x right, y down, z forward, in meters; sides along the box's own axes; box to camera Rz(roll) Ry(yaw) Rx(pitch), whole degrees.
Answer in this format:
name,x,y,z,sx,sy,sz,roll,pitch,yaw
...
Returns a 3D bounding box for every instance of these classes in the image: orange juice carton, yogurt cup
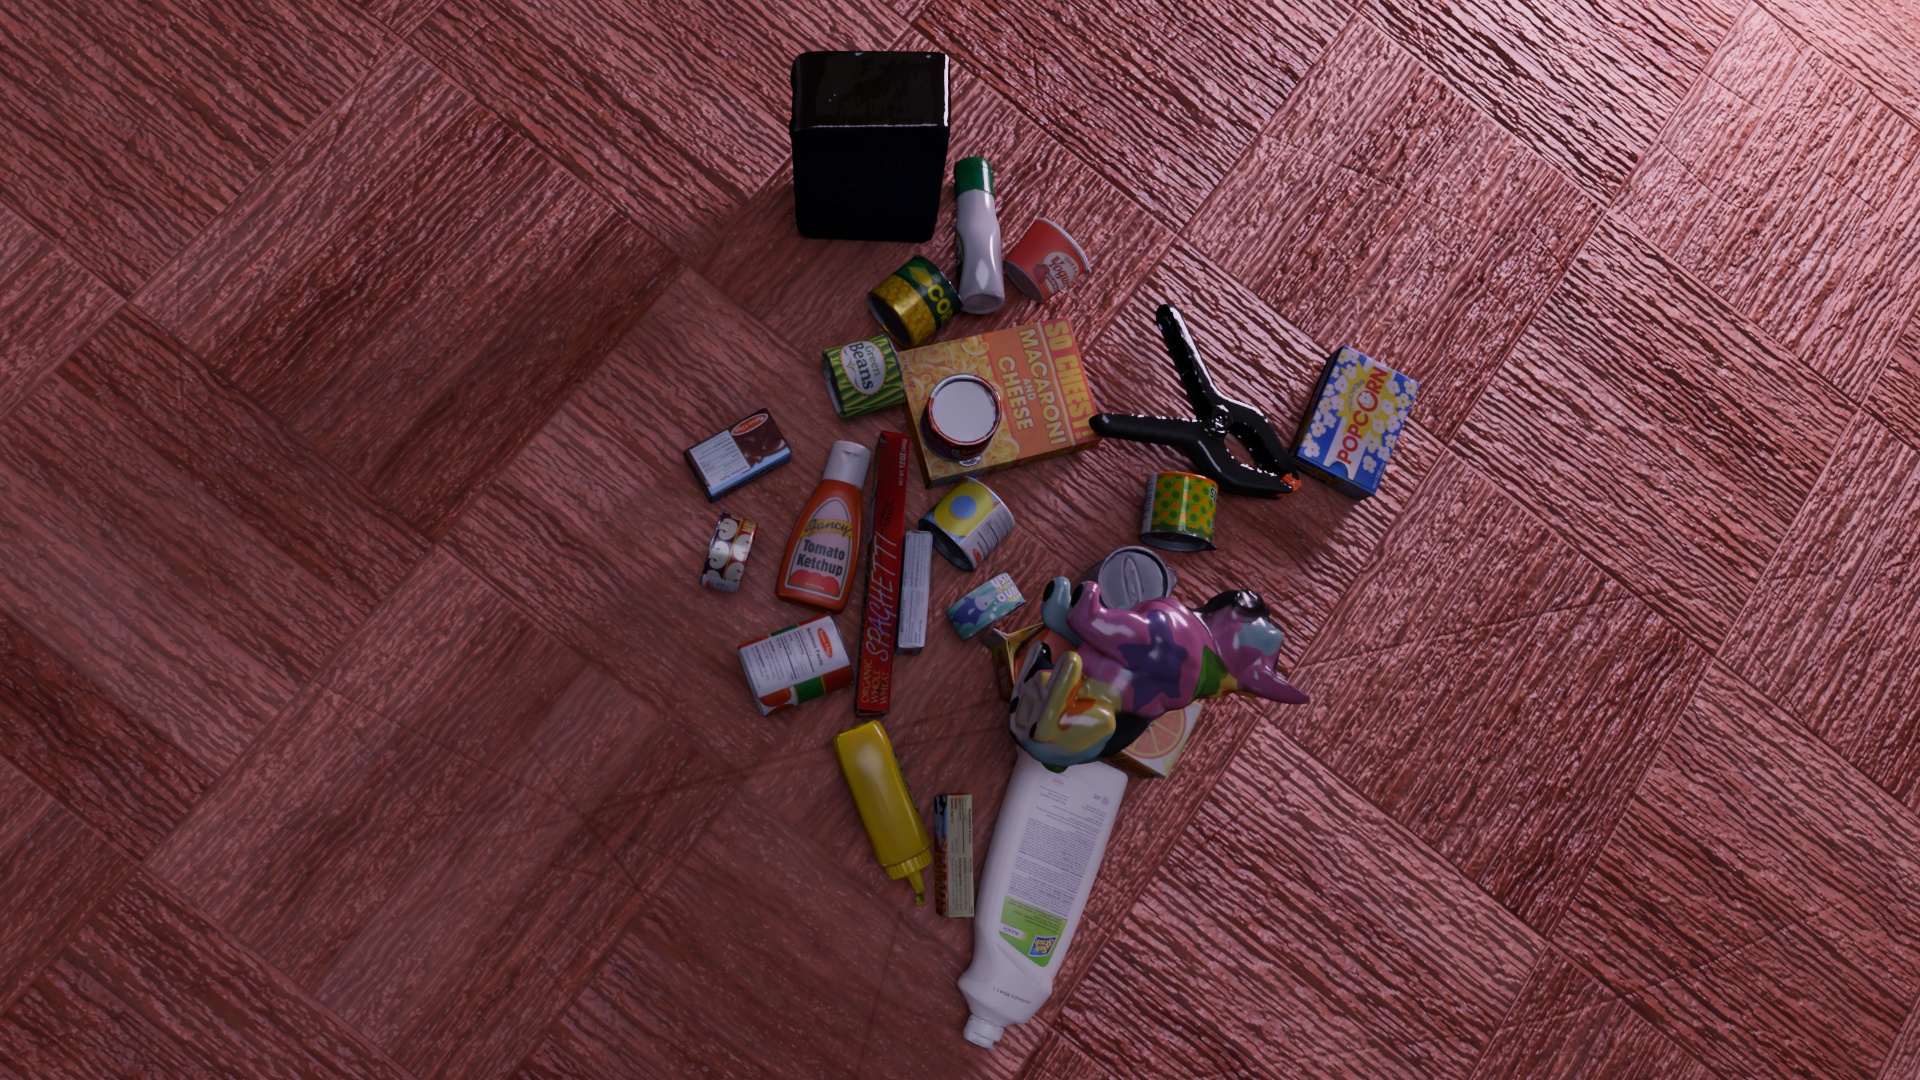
name,x,y,z,sx,sy,sz,roll,pitch,yaw
orange juice carton,0.104,0.130,1.212,0.193,0.071,0.073,30,75,-3
yogurt cup,0.077,-0.259,1.296,0.072,0.072,0.054,44,83,1

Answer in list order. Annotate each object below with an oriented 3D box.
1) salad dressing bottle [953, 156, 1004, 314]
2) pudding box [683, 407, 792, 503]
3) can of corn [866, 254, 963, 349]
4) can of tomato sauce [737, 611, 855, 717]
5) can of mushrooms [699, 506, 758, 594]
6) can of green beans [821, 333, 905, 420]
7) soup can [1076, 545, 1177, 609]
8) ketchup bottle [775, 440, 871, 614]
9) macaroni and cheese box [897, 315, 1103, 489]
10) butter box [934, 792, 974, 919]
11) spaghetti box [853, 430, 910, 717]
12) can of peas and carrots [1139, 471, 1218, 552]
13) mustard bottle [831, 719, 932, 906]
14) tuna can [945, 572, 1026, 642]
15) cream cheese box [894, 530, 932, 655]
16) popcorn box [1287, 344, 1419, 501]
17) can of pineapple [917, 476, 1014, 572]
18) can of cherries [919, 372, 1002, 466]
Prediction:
name,x,y,z,sx,sy,sz,roll,pitch,yaw
salad dressing bottle,0.015,-0.285,1.294,0.044,0.064,0.148,-3,70,1
pudding box,-0.196,-0.075,1.227,0.084,0.030,0.049,-31,84,-14
can of corn,-0.041,-0.215,1.263,0.058,0.071,0.071,-41,87,-14
can of tomato sauce,-0.140,0.106,1.181,0.083,0.071,0.071,-20,82,-13
can of mushrooms,-0.198,0.009,1.190,0.033,0.071,0.071,17,76,-6
can of green beans,-0.087,-0.146,1.242,0.058,0.071,0.071,-17,82,-12
soup can,0.146,0.044,1.231,0.071,0.083,0.071,2,79,-9
ketchup bottle,-0.114,-0.013,1.221,0.065,0.043,0.149,16,75,-6
macaroni and cheese box,0.033,-0.127,1.272,0.167,0.040,0.124,-14,82,-12
butter box,-0.006,0.266,1.174,0.024,0.053,0.103,1,79,-12
spaghetti box,-0.069,0.030,1.216,0.029,0.050,0.250,5,78,-7
can of peas and carrots,0.201,-0.025,1.264,0.071,0.070,0.059,10,76,-7
mustard bottle,-0.060,0.231,1.170,0.049,0.065,0.160,-22,88,-8
tuna can,0.023,0.057,1.215,0.071,0.071,0.033,-31,85,-14
cream cheese box,-0.041,0.046,1.215,0.024,0.053,0.104,5,77,-7
popcorn box,0.374,-0.112,1.327,0.085,0.038,0.127,27,75,-4
can of pineapple,0.004,-0.015,1.230,0.071,0.071,0.058,44,75,1
can of cherries,0.002,-0.105,1.210,0.071,0.058,0.071,2,78,-8
